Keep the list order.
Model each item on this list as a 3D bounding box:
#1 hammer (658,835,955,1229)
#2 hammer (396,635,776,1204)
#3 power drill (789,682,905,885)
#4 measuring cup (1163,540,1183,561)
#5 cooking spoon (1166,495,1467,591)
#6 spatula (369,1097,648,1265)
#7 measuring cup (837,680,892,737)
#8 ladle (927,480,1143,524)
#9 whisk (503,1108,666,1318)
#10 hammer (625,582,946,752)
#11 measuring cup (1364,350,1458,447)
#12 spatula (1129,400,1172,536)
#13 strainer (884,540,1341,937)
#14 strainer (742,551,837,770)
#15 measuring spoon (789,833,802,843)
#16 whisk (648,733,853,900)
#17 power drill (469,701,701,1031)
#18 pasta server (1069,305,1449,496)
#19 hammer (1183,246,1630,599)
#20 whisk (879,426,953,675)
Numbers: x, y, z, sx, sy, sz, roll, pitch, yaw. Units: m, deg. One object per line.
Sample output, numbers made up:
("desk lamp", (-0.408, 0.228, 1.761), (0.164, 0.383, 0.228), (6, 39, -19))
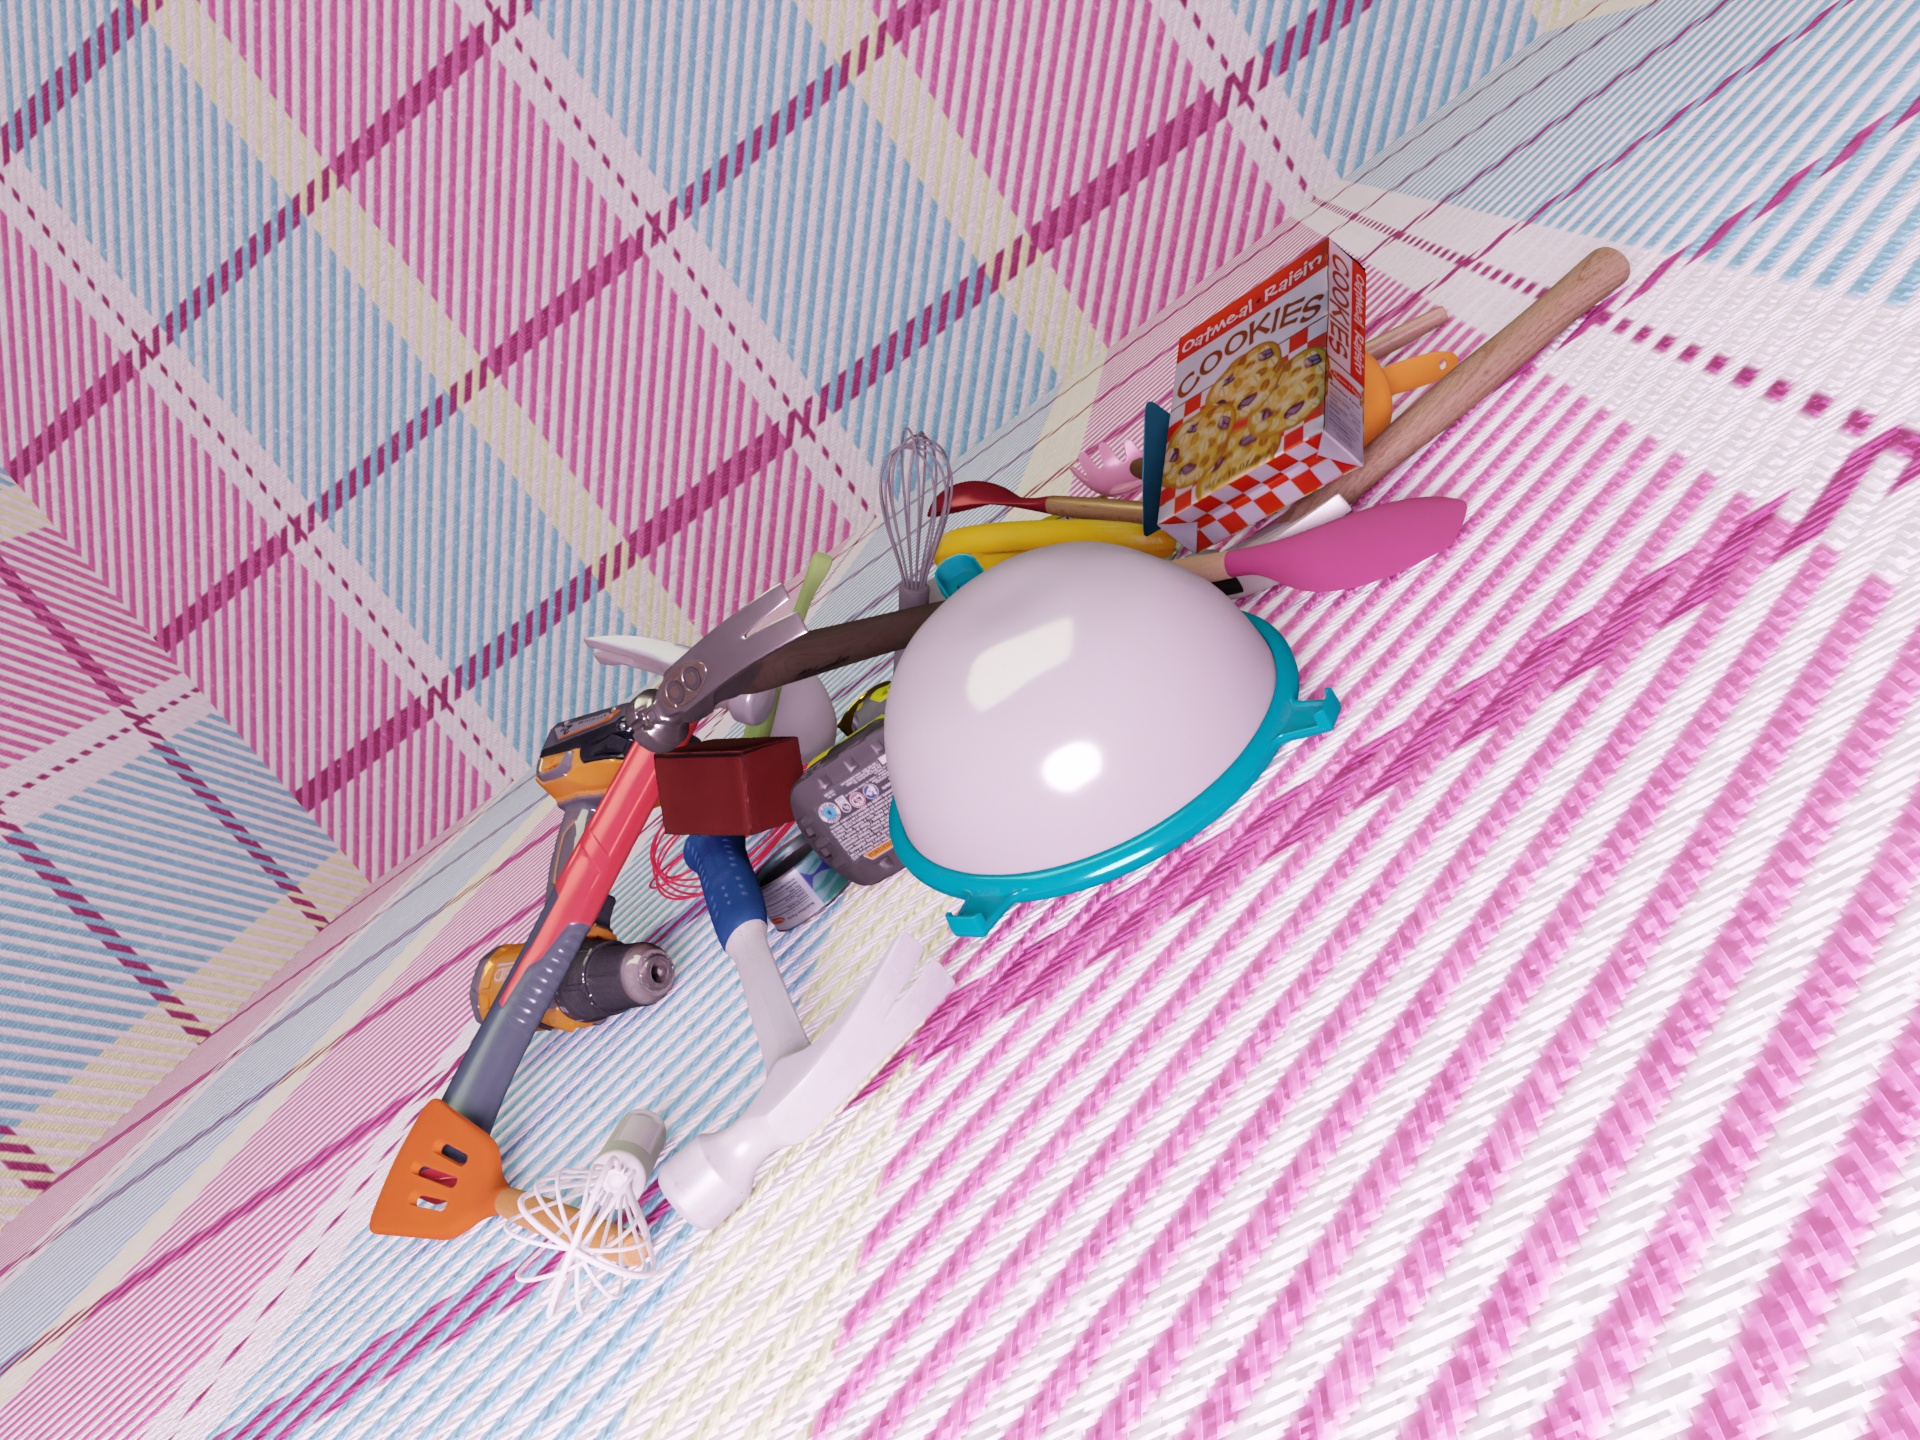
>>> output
("hammer", (-0.106, 0.115, 0.835), (0.144, 0.035, 0.406), (-42, 18, -3))
("hammer", (-0.260, 0.115, 1.017), (0.143, 0.038, 0.386), (14, 64, 20))
("power drill", (-0.002, -0.003, 0.993), (0.190, 0.080, 0.228), (-32, 10, 22))
("measuring cup", (0.179, -0.161, 1.188), (0.083, 0.038, 0.168), (-31, 29, 40))
("cooking spoon", (0.130, -0.084, 0.894), (0.319, 0.017, 0.069), (-8, 40, 41))
("spatula", (-0.229, 0.243, 0.800), (0.322, 0.041, 0.081), (-15, 48, 57))
("measuring cup", (-0.067, 0.021, 1.230), (0.062, 0.029, 0.157), (-35, 24, 17))
("ladle", (0.087, -0.161, 1.207), (0.069, 0.031, 0.316), (-17, 20, -38))
("whisk", (-0.146, 0.194, 0.669), (0.246, 0.058, 0.059), (145, 145, -83))
("hammer", (-0.031, -0.065, 1.058), (0.146, 0.038, 0.410), (-34, -9, 36))
("measuring cup", (0.270, -0.213, 1.034), (0.173, 0.095, 0.052), (-21, 17, -19))
("spatula", (0.133, -0.179, 1.127), (0.044, 0.082, 0.317), (0, 9, 0))
("strainer", (0.026, -0.047, 0.797), (0.211, 0.095, 0.341), (-31, 30, -1))
("strainer", (-0.118, -0.022, 1.227), (0.152, 0.069, 0.256), (-87, 17, -48))
("measuring spoon", (-0.103, 0.088, 1.098), (0.128, 0.021, 0.042), (-40, 9, 38))
("whisk", (-0.109, 0.042, 1.160), (0.296, 0.073, 0.073), (-32, 13, 9))
("power drill", (-0.246, 0.105, 1.105), (0.185, 0.084, 0.226), (-13, 56, 41))
("pasta server", (0.236, -0.256, 1.275), (0.316, 0.040, 0.060), (-26, -17, 18))
("hammer", (0.279, -0.180, 0.955), (0.331, 0.031, 0.130), (-39, 12, -10))
("whisk", (-0.036, -0.097, 1.160), (0.055, 0.238, 0.055), (2, 26, -1))
